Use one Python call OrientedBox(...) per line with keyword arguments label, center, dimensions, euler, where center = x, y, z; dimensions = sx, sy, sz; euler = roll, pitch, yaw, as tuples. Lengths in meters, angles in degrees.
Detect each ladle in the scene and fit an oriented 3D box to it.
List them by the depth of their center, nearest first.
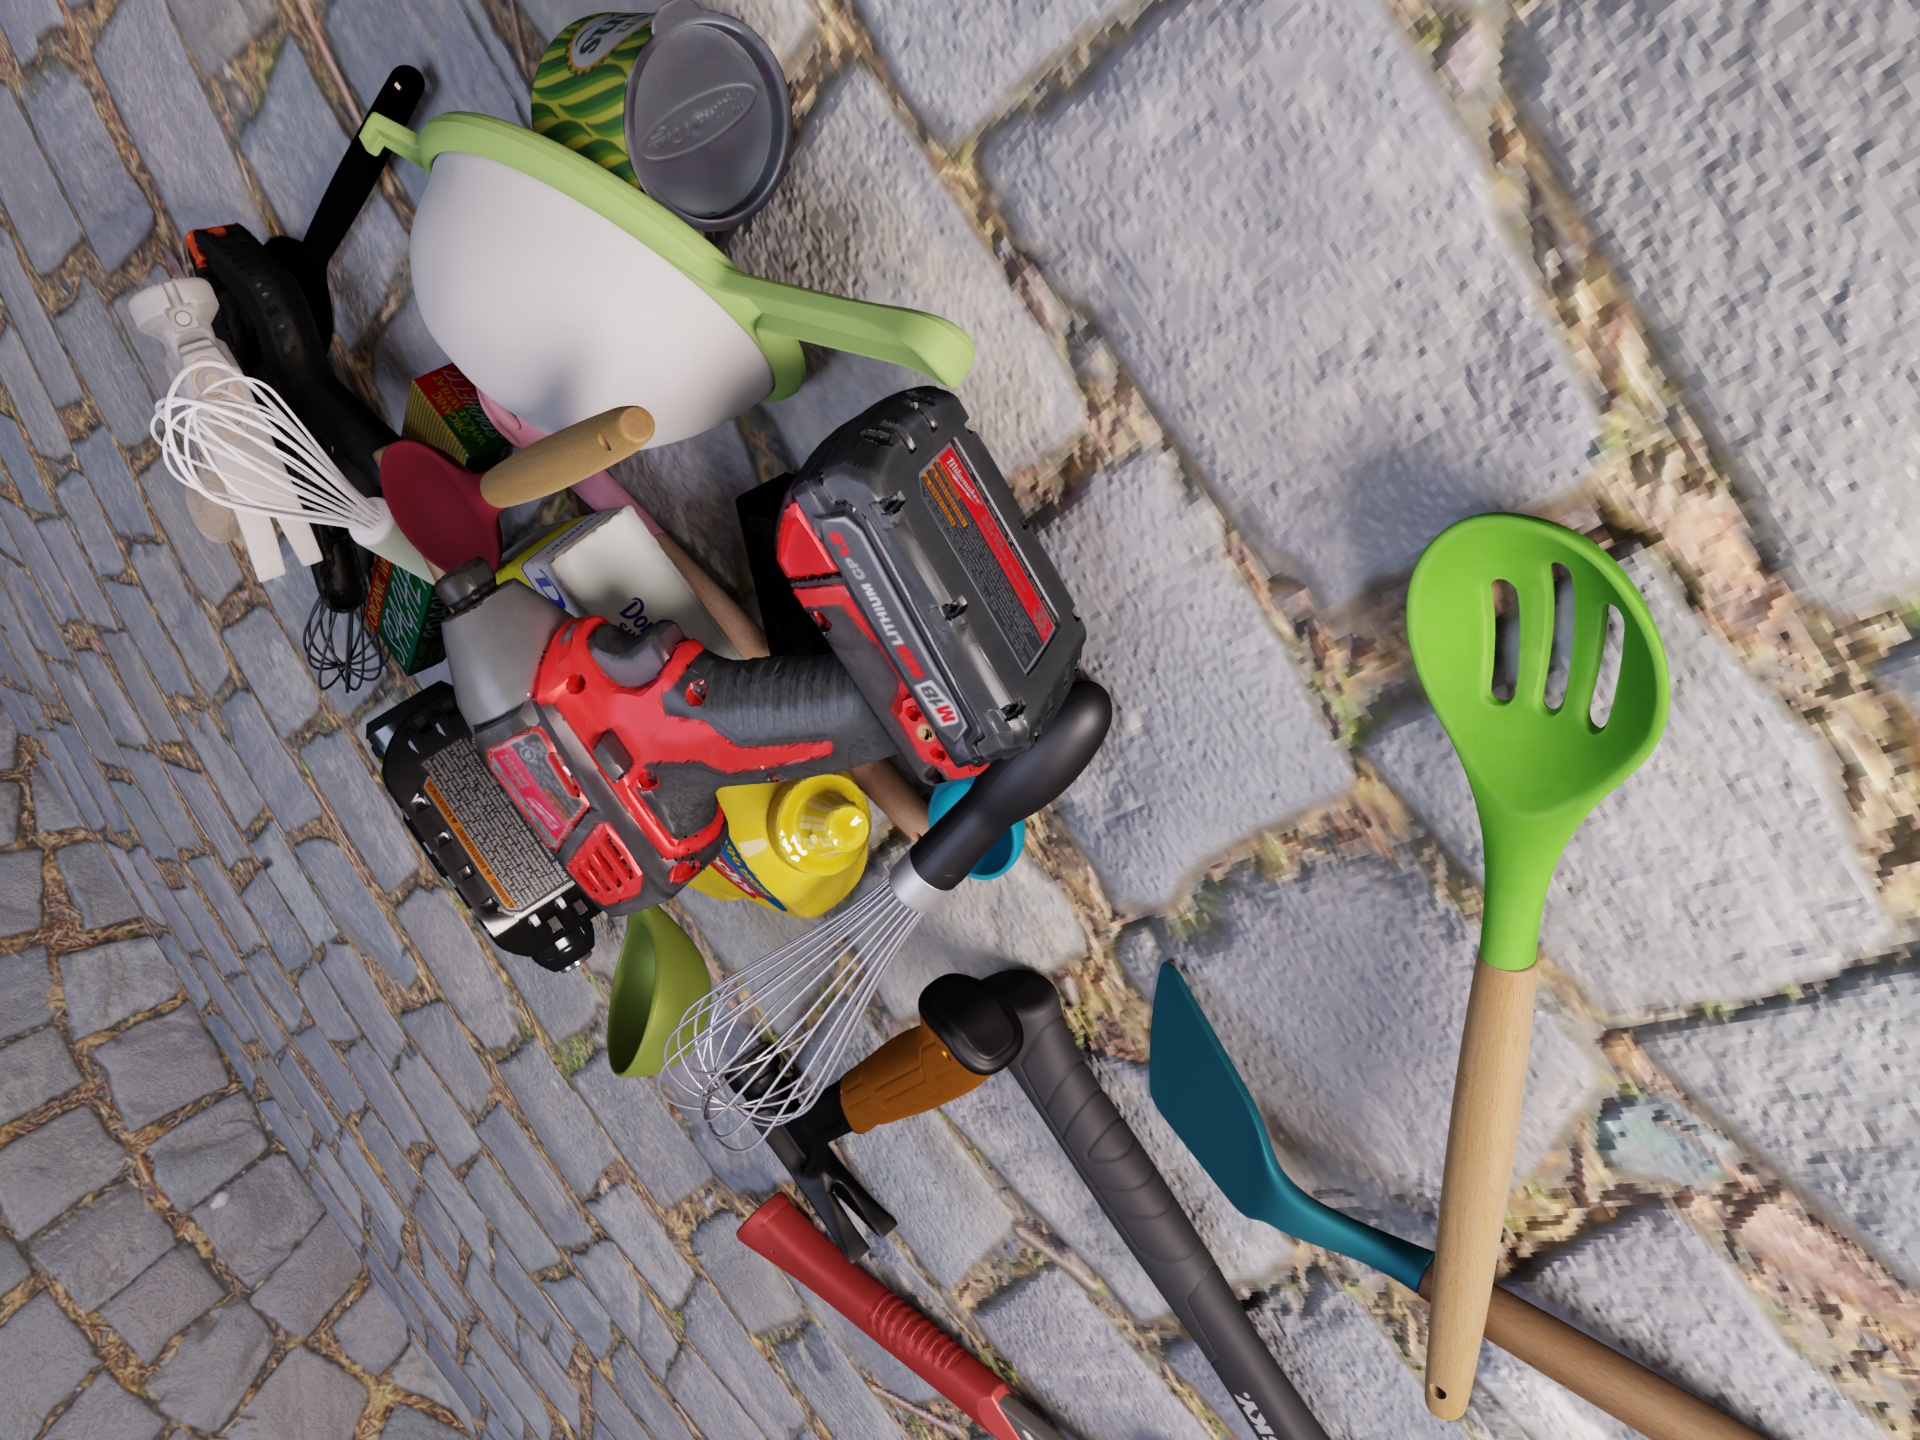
OrientedBox(label="ladle", center=(-0.166, -0.089, 0.586), dimensions=(0.069, 0.031, 0.315), euler=(57, 157, -18))
OrientedBox(label="ladle", center=(-0.204, 0.023, 0.749), dimensions=(0.078, 0.062, 0.320), euler=(-6, 112, 64))

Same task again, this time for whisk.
OrientedBox(label="whisk", center=(-0.031, 0.080, 0.616), dimensions=(0.070, 0.070, 0.284), euler=(49, 123, 11))
OrientedBox(label="whisk", center=(-0.283, -0.098, 0.748), dimensions=(0.058, 0.246, 0.059), euler=(-1, 76, 16))
OrientedBox(label="whisk", center=(-0.368, -0.096, 0.959), dimensions=(0.055, 0.055, 0.238), euler=(46, 141, 16))

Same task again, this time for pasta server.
OrientedBox(label="pasta server", center=(-0.109, -0.061, 0.686), dimensions=(0.316, 0.040, 0.060), euler=(46, 144, 10))

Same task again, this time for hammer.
OrientedBox(label="hammer", center=(0.102, 0.248, 0.659), dimensions=(0.335, 0.035, 0.146), euler=(56, 145, 2))
OrientedBox(label="hammer", center=(-0.037, 0.182, 0.745), dimensions=(0.127, 0.034, 0.336), euler=(53, 153, 7))
OrientedBox(label="hammer", center=(0.005, 0.370, 0.875), dimensions=(0.359, 0.037, 0.149), euler=(23, 133, 39))
OrientedBox(label="hammer", center=(-0.435, -0.137, 0.943), dimensions=(0.411, 0.038, 0.146), euler=(-3, 110, 65))

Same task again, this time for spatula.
OrientedBox(label="spatula", center=(0.183, 0.188, 0.525), dimensions=(0.318, 0.044, 0.082), euler=(26, 134, 31))

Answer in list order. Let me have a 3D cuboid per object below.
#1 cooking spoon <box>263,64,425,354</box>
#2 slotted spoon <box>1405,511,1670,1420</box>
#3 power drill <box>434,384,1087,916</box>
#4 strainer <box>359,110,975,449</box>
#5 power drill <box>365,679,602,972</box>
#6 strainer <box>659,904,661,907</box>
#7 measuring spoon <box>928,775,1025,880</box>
OrientedBox(label="cooking spoon", center=(-0.319, -0.247, 0.800), dimensions=(0.319, 0.017, 0.068), euler=(-15, 105, 55))
OrientedBox(label="slotted spoon", center=(0.151, 0.087, 0.452), dimensions=(0.070, 0.031, 0.313), euler=(23, 127, 41))
OrientedBox(label="power drill", center=(-0.081, -0.022, 0.550), dimensions=(0.219, 0.079, 0.143), euler=(-21, 109, 30))
OrientedBox(label="strainer", center=(-0.098, -0.119, 0.518), dimensions=(0.257, 0.069, 0.151), euler=(25, 171, 42))
OrientedBox(label="power drill", center=(-0.256, 0.066, 0.890), dimensions=(0.190, 0.080, 0.228), euler=(59, 161, -9))
OrientedBox(label="strainer", center=(-0.199, 0.007, 0.837), dimensions=(0.087, 0.050, 0.258), euler=(-128, 18, -56))
OrientedBox(label="measuring spoon", center=(-0.001, -0.002, 0.610), dimensions=(0.042, 0.021, 0.128), euler=(-6, 103, 40))
